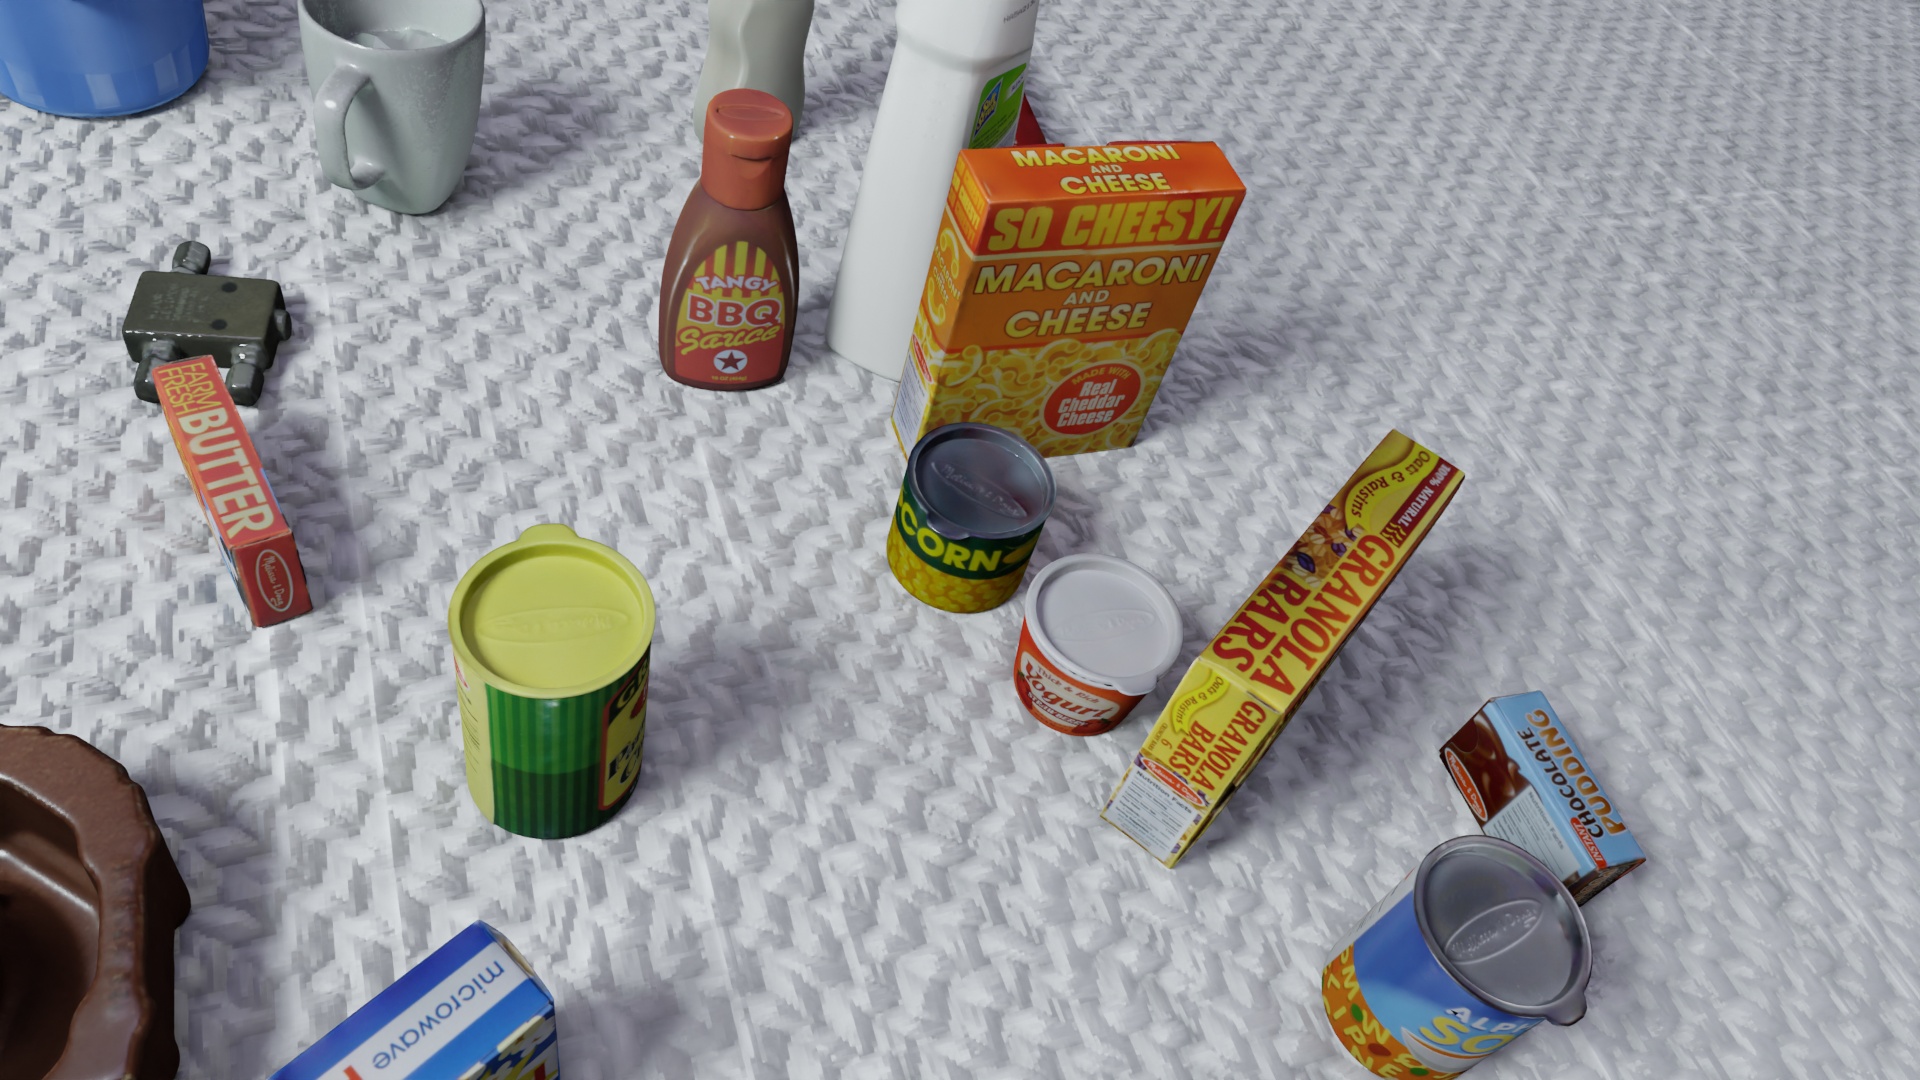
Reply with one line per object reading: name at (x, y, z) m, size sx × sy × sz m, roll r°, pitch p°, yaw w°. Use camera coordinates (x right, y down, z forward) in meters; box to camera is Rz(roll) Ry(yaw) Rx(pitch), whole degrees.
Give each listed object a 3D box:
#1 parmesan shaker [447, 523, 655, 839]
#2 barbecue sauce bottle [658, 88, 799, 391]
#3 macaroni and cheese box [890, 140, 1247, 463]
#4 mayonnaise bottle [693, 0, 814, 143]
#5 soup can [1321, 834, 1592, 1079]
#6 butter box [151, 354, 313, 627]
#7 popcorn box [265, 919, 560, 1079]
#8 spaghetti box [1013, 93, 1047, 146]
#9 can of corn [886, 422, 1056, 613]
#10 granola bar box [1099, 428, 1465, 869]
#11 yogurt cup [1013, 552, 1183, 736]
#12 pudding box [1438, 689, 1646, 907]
parmesan shaker at (-0.146, 0.053, 0.500) m, size 0.071 × 0.102 × 0.072 m, roll 8°, pitch 50°, yaw -9°
barbecue sauce bottle at (-0.103, -0.133, 0.634) m, size 0.065 × 0.147 × 0.044 m, roll 0°, pitch 52°, yaw -16°
macaroni and cheese box at (0.043, -0.105, 0.639) m, size 0.124 × 0.165 × 0.040 m, roll -8°, pitch 55°, yaw -21°
mayonnaise bottle at (-0.109, -0.280, 0.752) m, size 0.065 × 0.147 × 0.041 m, roll -32°, pitch 66°, yaw -33°
soup can at (0.182, 0.160, 0.515) m, size 0.071 × 0.083 × 0.072 m, roll 8°, pitch 50°, yaw -9°
butter box at (-0.290, -0.021, 0.553) m, size 0.024 × 0.052 × 0.104 m, roll -21°, pitch 60°, yaw -29°
popcorn box at (-0.177, 0.178, 0.401) m, size 0.038 × 0.084 × 0.127 m, roll 40°, pitch 53°, yaw 17°
spaghetti box at (0.007, -0.290, 0.856) m, size 0.029 × 0.049 × 0.251 m, roll -4°, pitch 53°, yaw -18°
can of corn at (0.002, -0.008, 0.619) m, size 0.071 × 0.058 × 0.071 m, roll 8°, pitch 50°, yaw -9°
granola bar box at (0.133, 0.044, 0.570) m, size 0.039 × 0.123 × 0.166 m, roll 37°, pitch 52°, yaw 15°
yogurt cup at (0.055, 0.047, 0.592) m, size 0.072 × 0.053 × 0.073 m, roll 8°, pitch 50°, yaw -9°
pudding box at (0.247, 0.112, 0.595) m, size 0.030 × 0.049 × 0.084 m, roll -8°, pitch 54°, yaw -21°
